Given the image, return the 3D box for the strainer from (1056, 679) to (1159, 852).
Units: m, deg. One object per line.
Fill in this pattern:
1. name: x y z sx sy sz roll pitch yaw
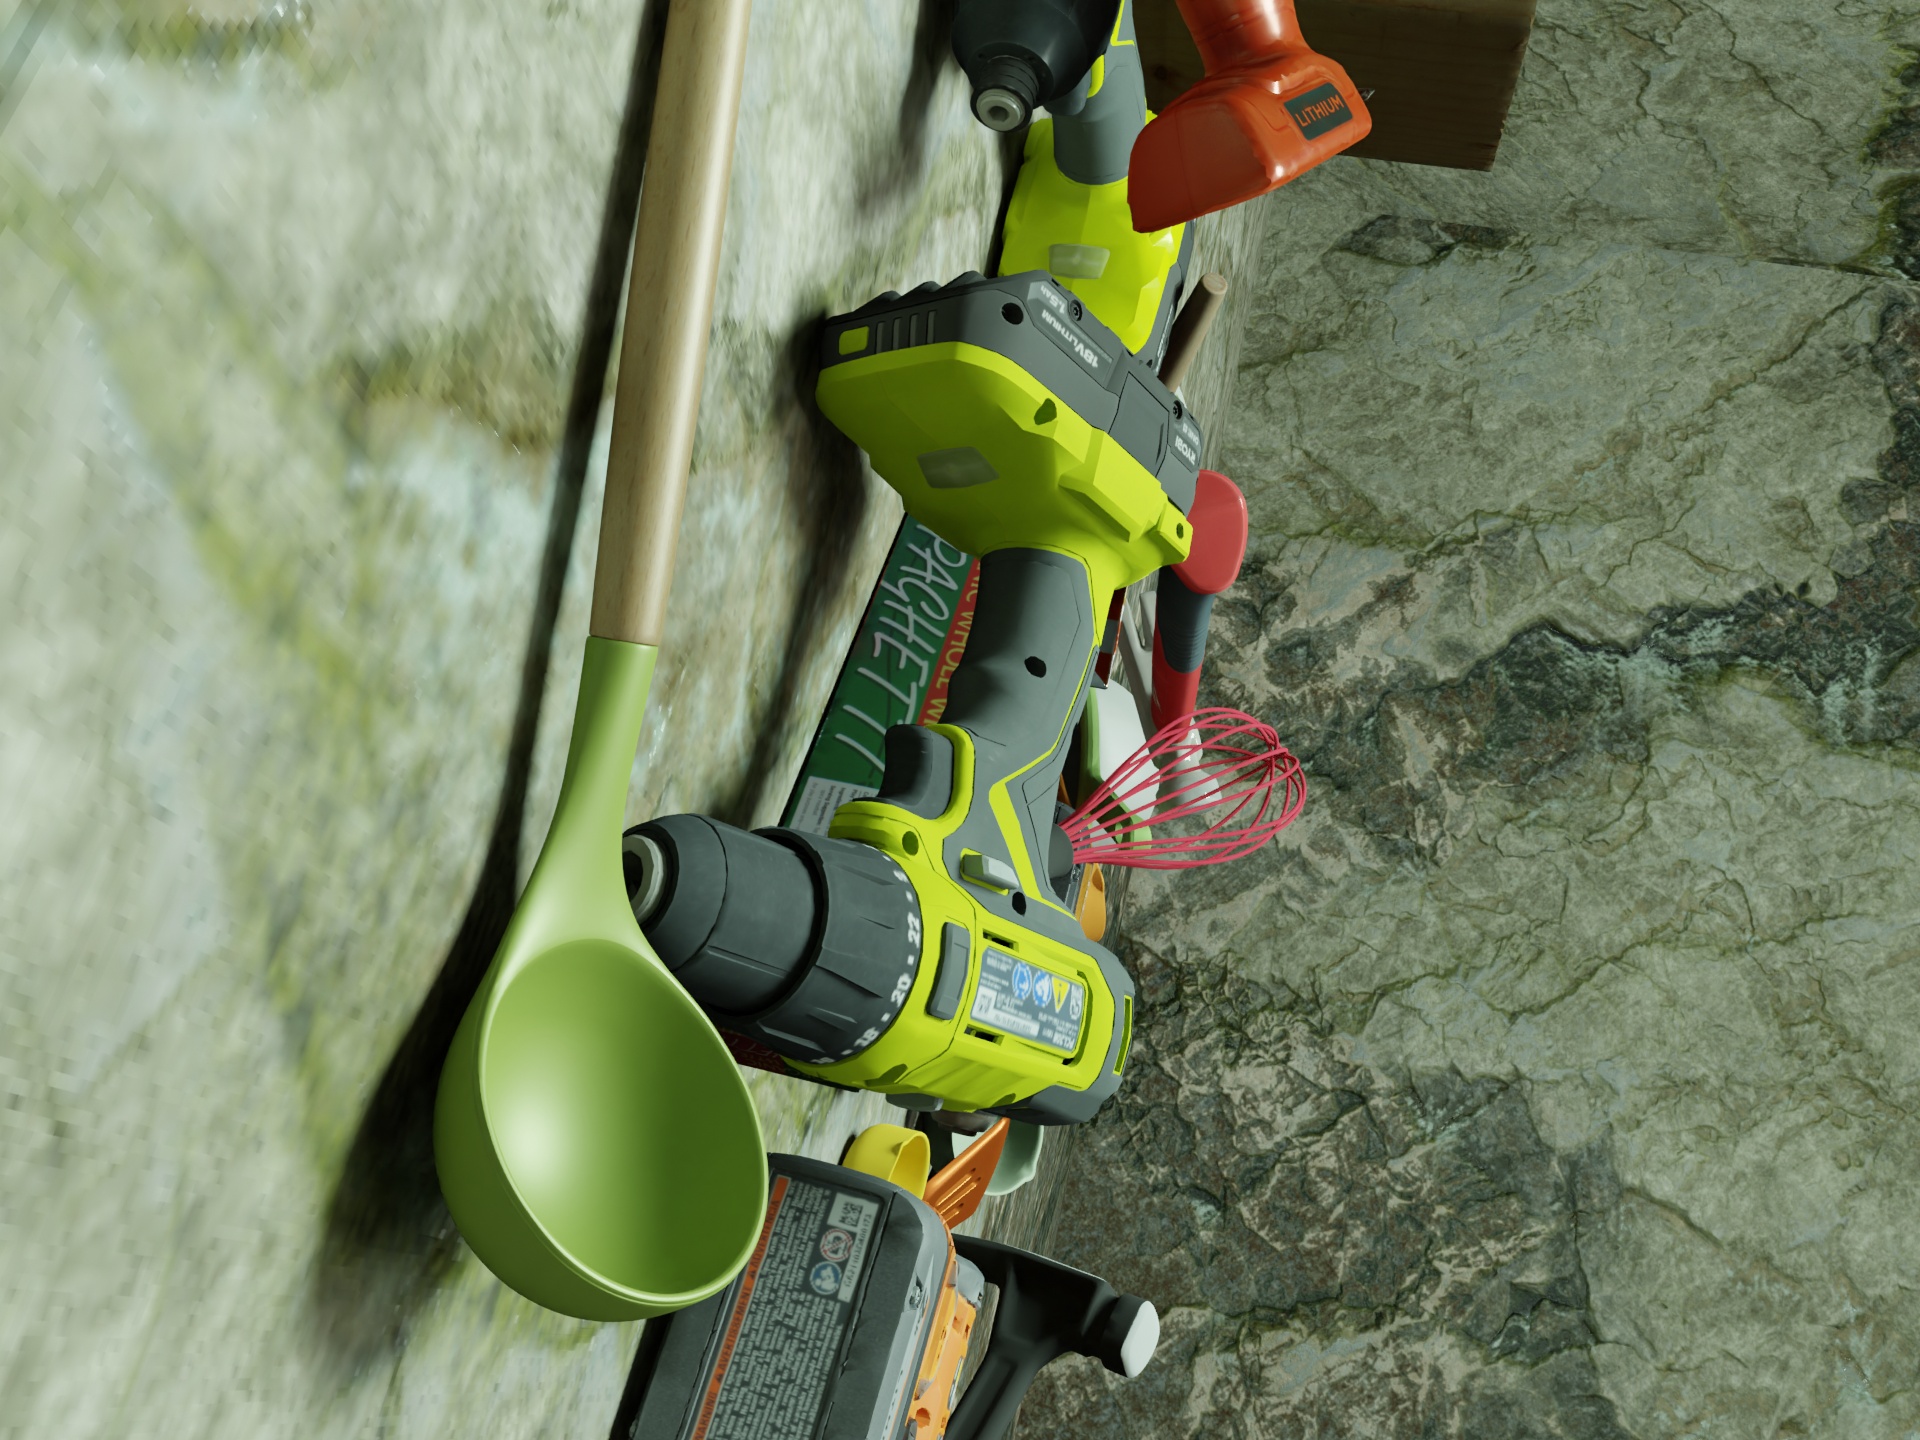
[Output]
1. strainer: 0.106 0.042 1.033 0.256 0.069 0.151 -124 -142 -74

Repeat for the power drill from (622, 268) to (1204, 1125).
1. power drill: -0.007 -0.007 0.457 0.190 0.080 0.229 30 65 -48

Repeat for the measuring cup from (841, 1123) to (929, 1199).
1. measuring cup: -0.059 0.239 0.703 0.156 0.029 0.062 -46 143 -51

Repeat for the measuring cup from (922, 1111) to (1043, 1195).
1. measuring cup: -0.014 0.271 0.927 0.168 0.038 0.083 -49 115 -35

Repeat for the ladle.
1. ladle: -0.055 -0.041 0.322 0.078 0.062 0.320 7 91 -61

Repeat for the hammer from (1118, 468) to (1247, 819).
1. hammer: 0.105 -0.053 0.800 0.386 0.038 0.143 68 8 -75

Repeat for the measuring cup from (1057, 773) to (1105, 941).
1. measuring cup: 0.042 0.061 0.996 0.095 0.052 0.173 180 -104 -77

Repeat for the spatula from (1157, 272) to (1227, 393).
1. spatula: 0.073 -0.117 0.825 0.315 0.018 0.060 118 -11 -59

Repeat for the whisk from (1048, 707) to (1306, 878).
1. whisk: 0.052 0.049 0.682 0.295 0.073 0.073 -16 122 -42

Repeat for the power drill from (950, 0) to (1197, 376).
1. power drill: 0.044 -0.236 0.618 0.223 0.080 0.171 71 31 -64

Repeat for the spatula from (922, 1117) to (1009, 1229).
1. spatula: -0.044 0.318 0.770 0.323 0.041 0.081 -59 167 -55

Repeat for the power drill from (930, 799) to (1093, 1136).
1. power drill: 0.014 0.128 0.827 0.226 0.084 0.185 69 35 -79

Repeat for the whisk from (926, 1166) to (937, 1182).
1. whisk: 0.007 0.257 1.008 0.057 0.059 0.246 53 38 -21

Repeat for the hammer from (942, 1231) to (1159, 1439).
1. hammer: -0.045 0.359 0.649 0.337 0.127 0.034 -50 136 -39

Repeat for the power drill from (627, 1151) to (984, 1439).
1. power drill: -0.048 0.254 0.567 0.226 0.084 0.164 78 27 -61
